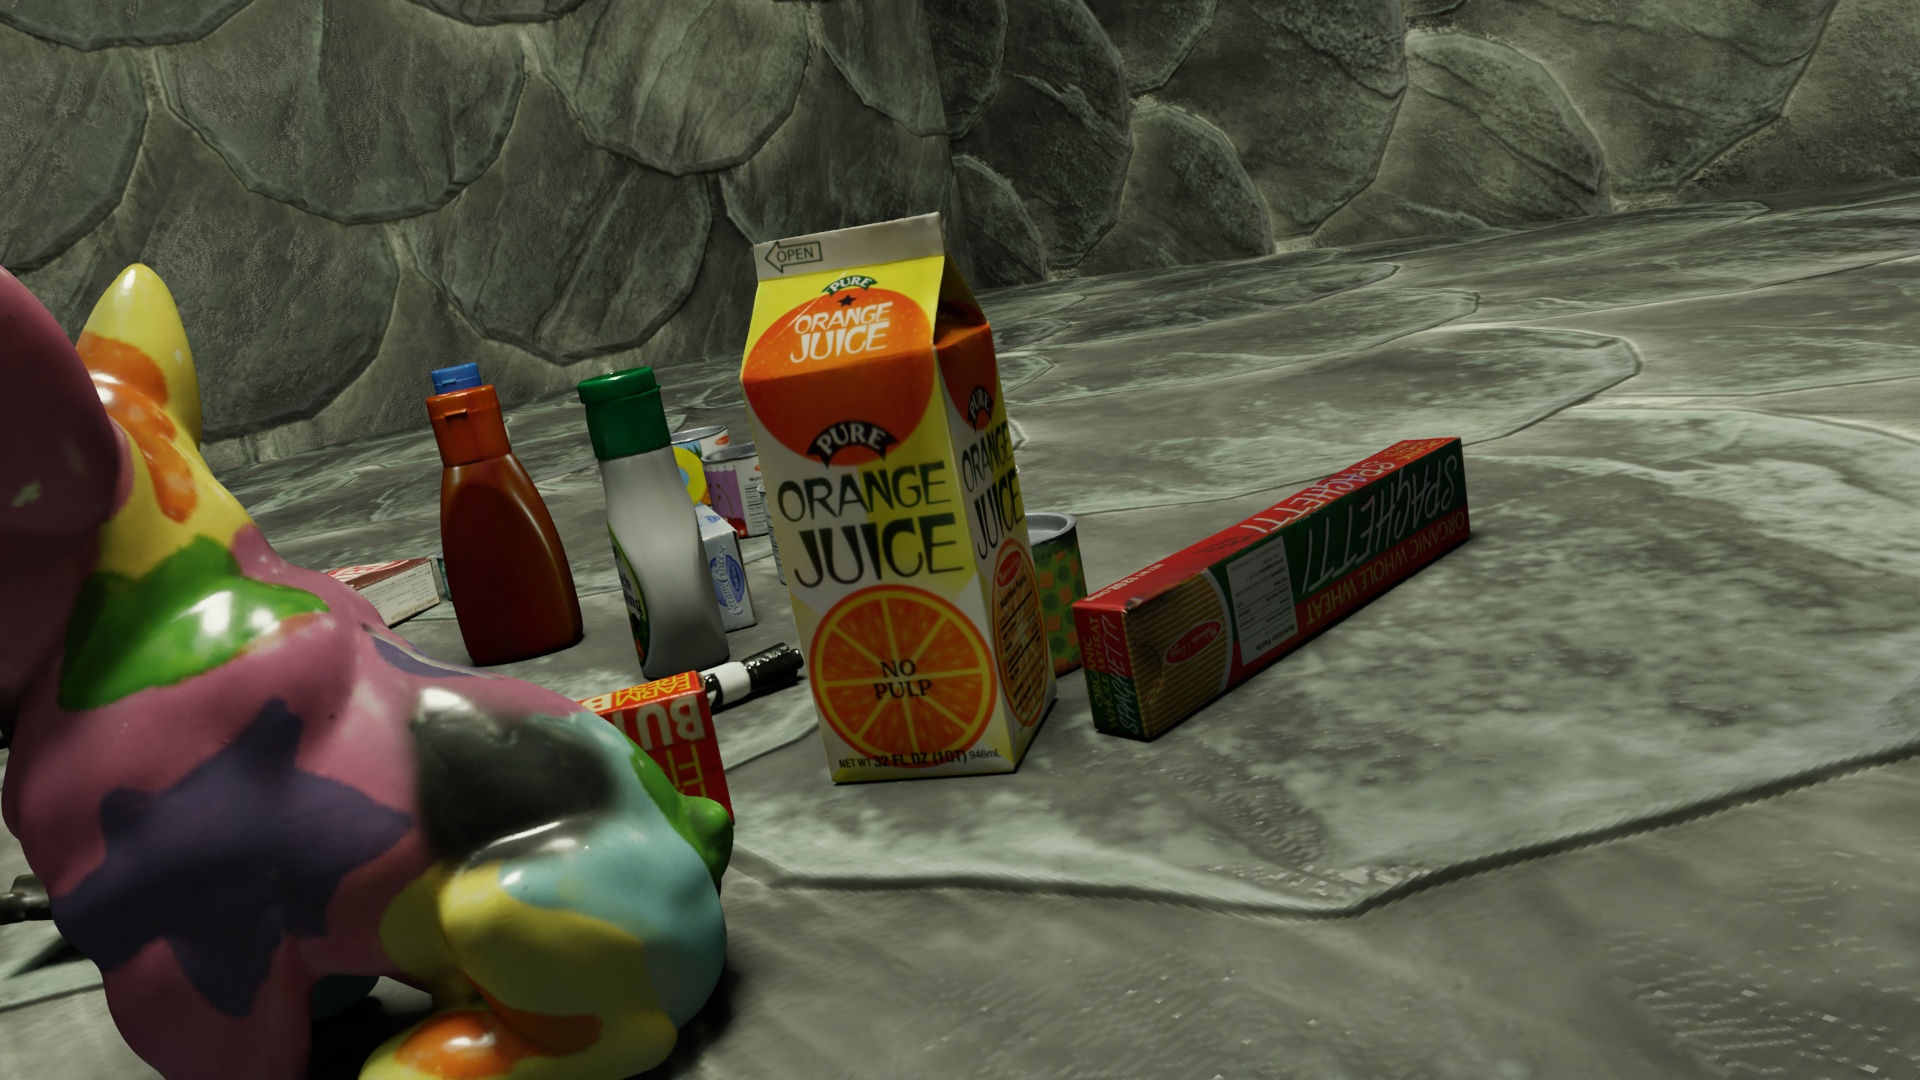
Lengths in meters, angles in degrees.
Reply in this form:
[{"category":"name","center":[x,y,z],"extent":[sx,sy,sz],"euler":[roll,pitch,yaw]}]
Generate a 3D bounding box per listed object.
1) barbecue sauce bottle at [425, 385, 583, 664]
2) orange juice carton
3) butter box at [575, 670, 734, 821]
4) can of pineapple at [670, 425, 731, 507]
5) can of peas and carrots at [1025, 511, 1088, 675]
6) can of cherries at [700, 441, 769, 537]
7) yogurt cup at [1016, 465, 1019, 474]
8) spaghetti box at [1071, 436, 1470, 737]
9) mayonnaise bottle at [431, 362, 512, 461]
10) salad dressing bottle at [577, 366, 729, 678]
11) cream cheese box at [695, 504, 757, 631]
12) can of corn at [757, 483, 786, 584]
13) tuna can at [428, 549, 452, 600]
[{"category":"barbecue sauce bottle","center":[-0.255,-0.009,0.762],"extent":[0.065,0.148,0.044],"euler":[-12,12,-2]},{"category":"orange juice carton","center":[-0.022,-0.017,0.501],"extent":[0.072,0.192,0.073],"euler":[-7,13,18]},{"category":"butter box","center":[-0.134,0.084,0.477],"extent":[0.104,0.053,0.024],"euler":[-14,13,-11]},{"category":"can of pineapple","center":[-0.221,-0.060,1.150],"extent":[0.071,0.057,0.071],"euler":[-11,13,3]},{"category":"can of peas and carrots","center":[0.020,0.025,0.587],"extent":[0.071,0.058,0.071],"euler":[-11,13,3]},{"category":"can of cherries","center":[-0.147,-0.038,0.993],"extent":[0.071,0.058,0.071],"euler":[-11,13,3]},{"category":"yogurt cup","center":[0.003,-0.009,0.758],"extent":[0.072,0.053,0.072],"euler":[-11,13,3]},{"category":"spaghetti box","center":[0.139,0.010,0.568],"extent":[0.251,0.050,0.028],"euler":[-23,17,-41]},{"category":"mayonnaise bottle","center":[-0.391,-0.068,1.128],"extent":[0.065,0.147,0.041],"euler":[-11,12,2]},{"category":"salad dressing bottle","center":[-0.150,-0.009,0.673],"extent":[0.044,0.147,0.064],"euler":[-15,13,-16]},{"category":"cream cheese box","center":[-0.139,0.014,0.775],"extent":[0.024,0.053,0.104],"euler":[-15,13,-16]},{"category":"can of corn","center":[-0.080,-0.011,0.823],"extent":[0.071,0.058,0.071],"euler":[-11,13,3]},{"category":"tuna can","center":[-0.331,0.018,0.967],"extent":[0.071,0.032,0.071],"euler":[-11,13,3]}]
